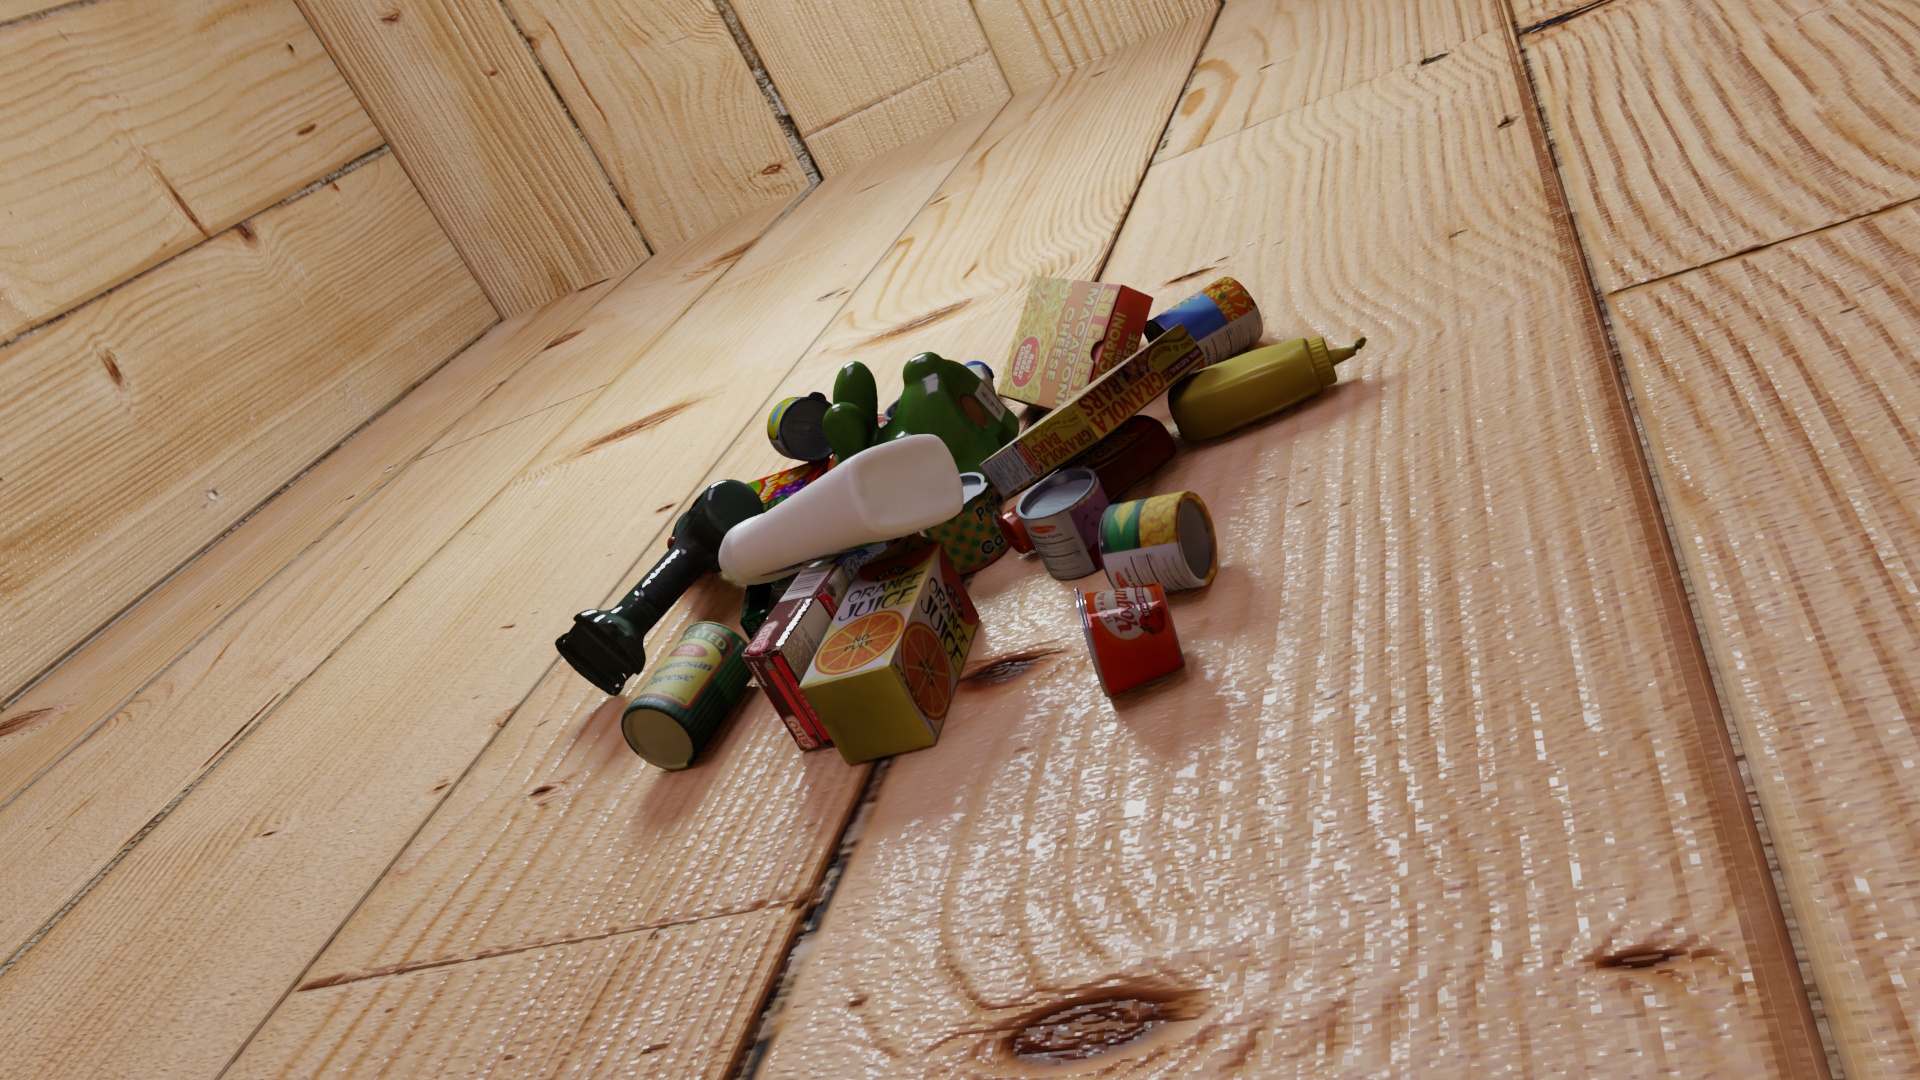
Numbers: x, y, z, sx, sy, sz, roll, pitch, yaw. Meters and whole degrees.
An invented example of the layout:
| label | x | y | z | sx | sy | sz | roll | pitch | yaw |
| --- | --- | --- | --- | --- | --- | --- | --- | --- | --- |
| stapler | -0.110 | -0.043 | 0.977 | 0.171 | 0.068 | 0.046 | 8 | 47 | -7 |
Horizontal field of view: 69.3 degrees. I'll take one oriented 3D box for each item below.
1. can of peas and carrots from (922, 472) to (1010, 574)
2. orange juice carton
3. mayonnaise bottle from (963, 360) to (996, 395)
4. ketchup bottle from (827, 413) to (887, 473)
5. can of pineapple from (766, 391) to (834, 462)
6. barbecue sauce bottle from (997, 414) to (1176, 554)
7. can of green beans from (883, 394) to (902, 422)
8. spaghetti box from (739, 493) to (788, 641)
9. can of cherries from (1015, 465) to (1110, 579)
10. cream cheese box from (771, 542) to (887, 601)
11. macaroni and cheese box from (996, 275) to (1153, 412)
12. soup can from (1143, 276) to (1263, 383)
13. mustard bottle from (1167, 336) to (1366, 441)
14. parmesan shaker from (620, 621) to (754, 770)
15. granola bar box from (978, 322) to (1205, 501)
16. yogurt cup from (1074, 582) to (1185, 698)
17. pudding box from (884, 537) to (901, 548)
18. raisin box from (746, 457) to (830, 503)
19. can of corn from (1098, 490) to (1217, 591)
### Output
| label | x | y | z | sx | sy | sz | roll | pitch | yaw |
| --- | --- | --- | --- | --- | --- | --- | --- | --- | --- |
| can of peas and carrots | 0.004 | -0.014 | 1.130 | 0.071 | 0.058 | 0.071 | -23 | 24 | 11 |
| orange juice carton | -0.041 | 0.067 | 0.999 | 0.073 | 0.071 | 0.194 | -17 | 26 | 23 |
| mayonnaise bottle | 0.015 | -0.142 | 1.379 | 0.041 | 0.064 | 0.149 | -19 | 21 | 8 |
| ketchup bottle | -0.104 | -0.073 | 1.386 | 0.064 | 0.043 | 0.149 | -13 | 28 | 24 |
| can of pineapple | -0.157 | -0.114 | 1.402 | 0.071 | 0.071 | 0.058 | -35 | 16 | -15 |
| barbecue sauce bottle | 0.099 | -0.044 | 1.106 | 0.149 | 0.043 | 0.065 | -35 | 16 | -15 |
| can of green beans | -0.034 | -0.114 | 1.375 | 0.071 | 0.057 | 0.071 | -24 | 24 | 11 |
| spaghetti box | -0.164 | 0.029 | 1.235 | 0.028 | 0.050 | 0.251 | -23 | 24 | 7 |
| can of cherries | 0.085 | -0.014 | 1.042 | 0.071 | 0.058 | 0.072 | -24 | 23 | 11 |
| cream cheese box | -0.103 | 0.032 | 1.158 | 0.104 | 0.053 | 0.024 | -41 | 22 | -28 |
| macaroni and cheese box | 0.103 | -0.179 | 1.296 | 0.166 | 0.040 | 0.123 | 26 | 100 | 62 |
| soup can | 0.216 | -0.190 | 1.243 | 0.084 | 0.071 | 0.071 | -31 | 23 | -9 |
| mustard bottle | 0.247 | -0.127 | 1.108 | 0.160 | 0.048 | 0.065 | -19 | 22 | 19 |
| parmesan shaker | -0.208 | 0.120 | 1.080 | 0.071 | 0.071 | 0.103 | -14 | 27 | 29 |
| granola bar box | 0.107 | -0.103 | 1.118 | 0.166 | 0.039 | 0.123 | -38 | 4 | -41 |
| yogurt cup | 0.107 | 0.059 | 0.865 | 0.054 | 0.072 | 0.073 | -16 | 25 | 8 |
| pudding box | -0.096 | 0.001 | 1.243 | 0.083 | 0.030 | 0.050 | -14 | 28 | 30 |
| raisin box | -0.190 | -0.035 | 1.407 | 0.123 | 0.040 | 0.086 | -16 | 25 | 24 |
| can of corn | 0.136 | 0.001 | 0.945 | 0.058 | 0.071 | 0.071 | -11 | 29 | 33 |
